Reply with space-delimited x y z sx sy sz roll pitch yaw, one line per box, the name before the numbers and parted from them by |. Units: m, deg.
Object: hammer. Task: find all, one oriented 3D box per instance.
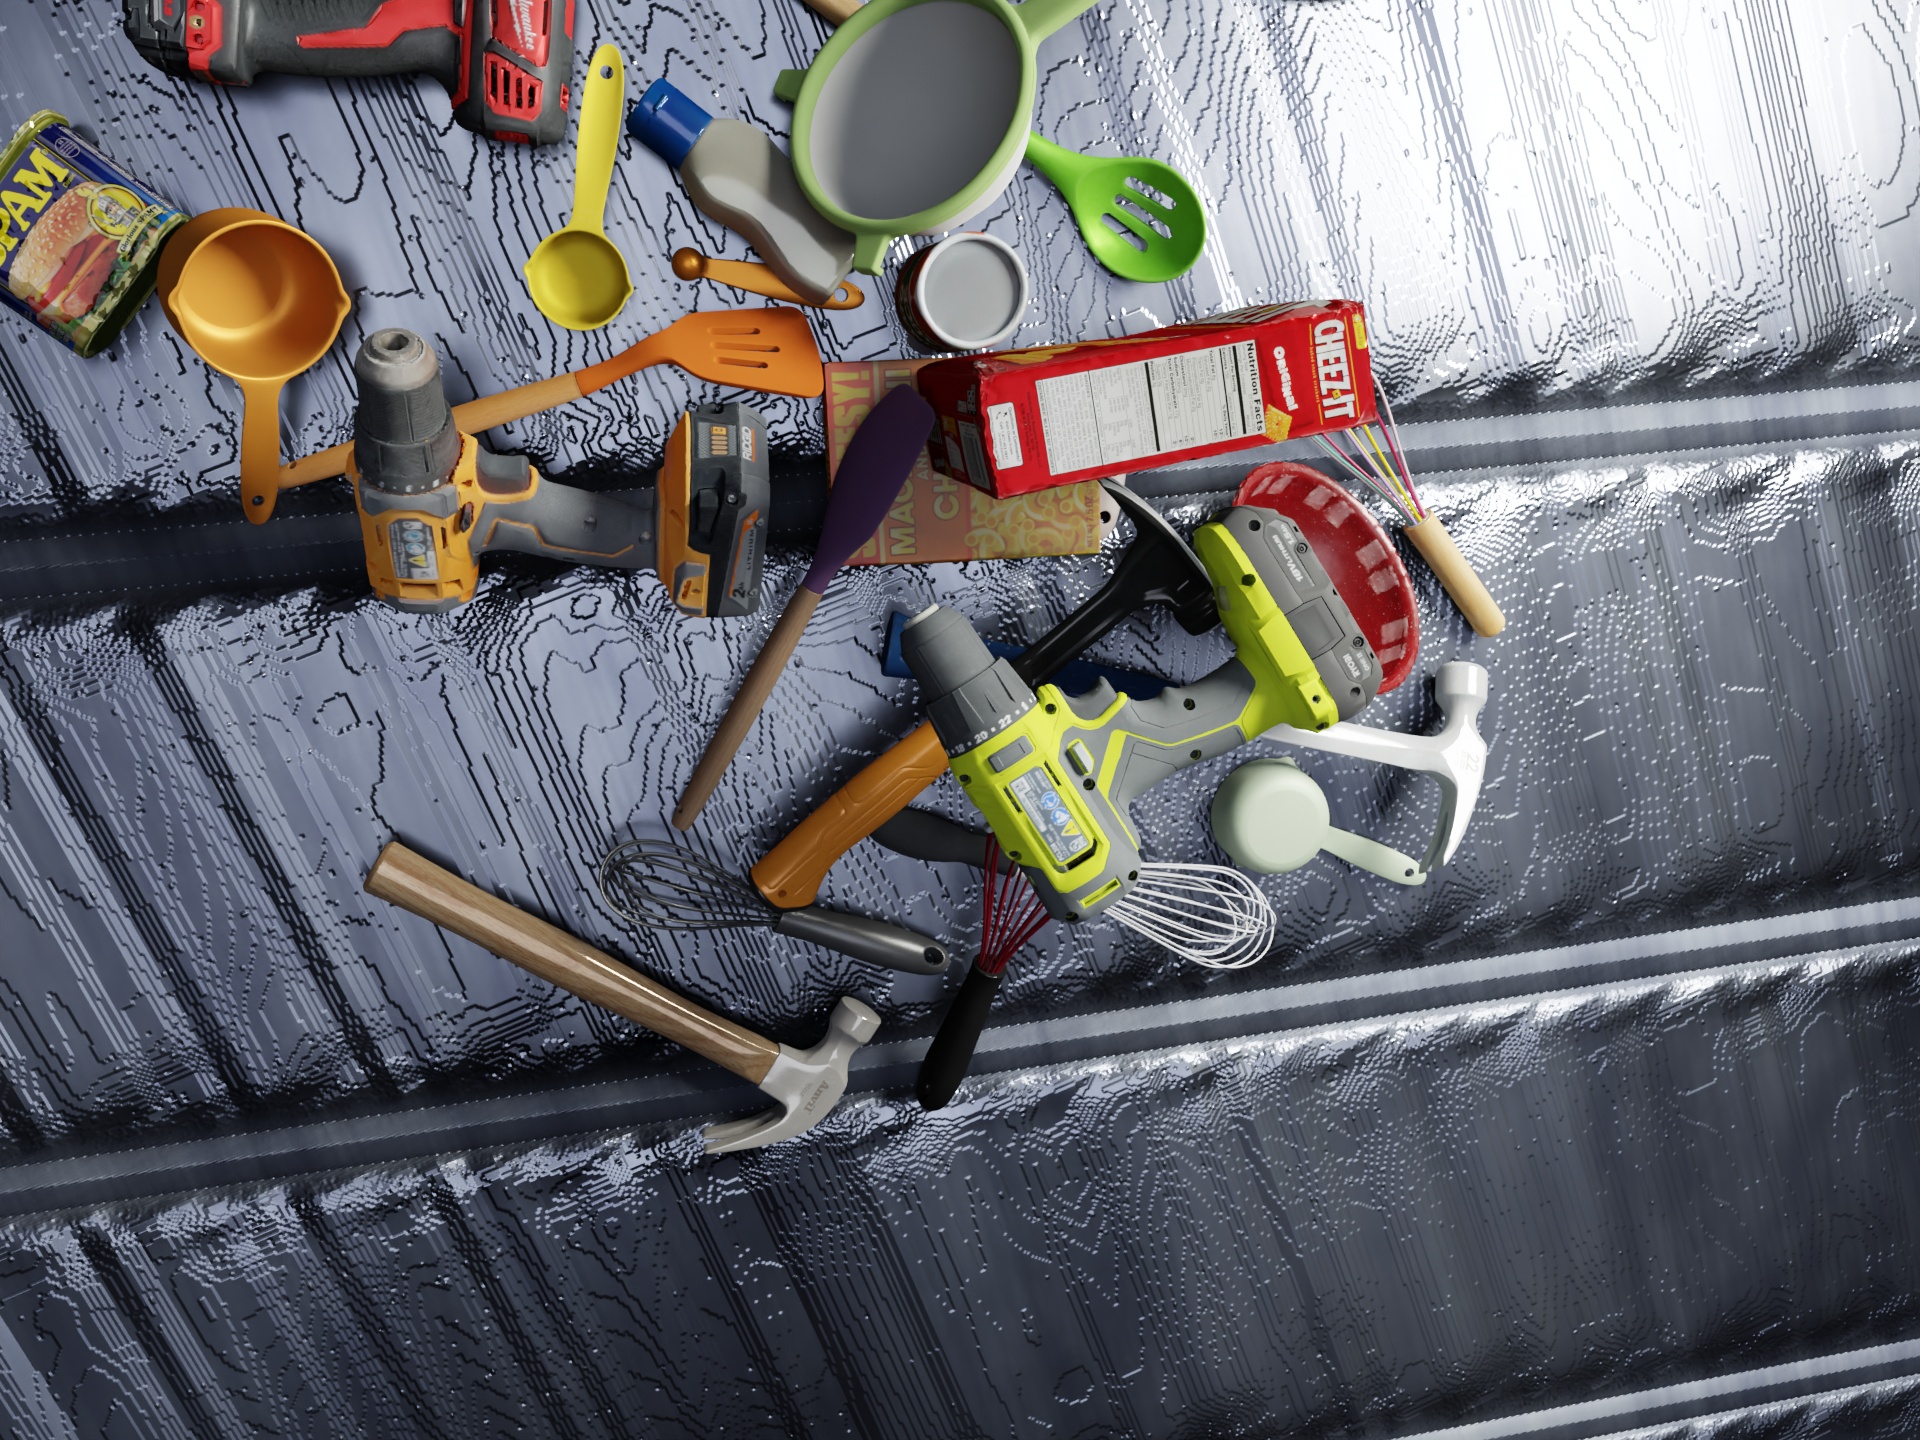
hammer | -0.223 0.172 1.015 0.331 0.031 0.130 30 95 -15
hammer | -0.002 -0.003 0.955 0.337 0.034 0.127 -40 121 9
hammer | 0.149 -0.003 1.024 0.405 0.035 0.144 11 73 -9

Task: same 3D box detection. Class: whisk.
whisk | 0.286 -0.145 1.031 0.244 0.047 0.051 49 67 -20
whisk | 0.075 0.102 1.046 0.284 0.070 0.070 16 99 -8
whisk | -0.116 0.128 1.018 0.238 0.055 0.055 18 99 -18
whisk | 0.025 0.140 1.008 0.073 0.073 0.295 14 119 -13

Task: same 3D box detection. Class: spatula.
spatula | -0.102 -0.060 0.955 0.018 0.060 0.316 10 119 -44
spatula | -0.241 -0.182 0.926 0.322 0.081 0.041 -17 145 1

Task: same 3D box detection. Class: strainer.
strainer | 0.027 -0.357 0.881 0.256 0.069 0.152 -30 68 16

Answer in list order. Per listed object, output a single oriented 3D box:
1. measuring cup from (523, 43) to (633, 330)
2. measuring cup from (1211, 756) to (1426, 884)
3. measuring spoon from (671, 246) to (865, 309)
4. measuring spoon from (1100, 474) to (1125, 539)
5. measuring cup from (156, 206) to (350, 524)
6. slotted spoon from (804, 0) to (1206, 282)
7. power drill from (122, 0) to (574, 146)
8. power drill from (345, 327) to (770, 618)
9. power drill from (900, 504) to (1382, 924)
measuring cup | -0.211 -0.302 0.908 0.062 0.029 0.156 8 104 -14
measuring cup | 0.251 0.083 1.078 0.167 0.038 0.083 22 98 -12
measuring spoon | -0.114 -0.263 0.948 0.117 0.011 0.021 8 101 -13
measuring spoon | 0.100 -0.175 1.004 0.034 0.018 0.124 6 102 -12
measuring cup | -0.399 -0.198 0.887 0.095 0.052 0.173 -12 126 -40
slotted spoon | 0.013 -0.364 0.941 0.313 0.031 0.070 31 119 -13
power drill | -0.318 -0.397 0.850 0.219 0.079 0.143 4 103 -15
power drill | -0.221 -0.134 0.883 0.226 0.084 0.185 1 143 -11
power drill | 0.096 -0.022 0.884 0.228 0.080 0.190 -32 96 -1
